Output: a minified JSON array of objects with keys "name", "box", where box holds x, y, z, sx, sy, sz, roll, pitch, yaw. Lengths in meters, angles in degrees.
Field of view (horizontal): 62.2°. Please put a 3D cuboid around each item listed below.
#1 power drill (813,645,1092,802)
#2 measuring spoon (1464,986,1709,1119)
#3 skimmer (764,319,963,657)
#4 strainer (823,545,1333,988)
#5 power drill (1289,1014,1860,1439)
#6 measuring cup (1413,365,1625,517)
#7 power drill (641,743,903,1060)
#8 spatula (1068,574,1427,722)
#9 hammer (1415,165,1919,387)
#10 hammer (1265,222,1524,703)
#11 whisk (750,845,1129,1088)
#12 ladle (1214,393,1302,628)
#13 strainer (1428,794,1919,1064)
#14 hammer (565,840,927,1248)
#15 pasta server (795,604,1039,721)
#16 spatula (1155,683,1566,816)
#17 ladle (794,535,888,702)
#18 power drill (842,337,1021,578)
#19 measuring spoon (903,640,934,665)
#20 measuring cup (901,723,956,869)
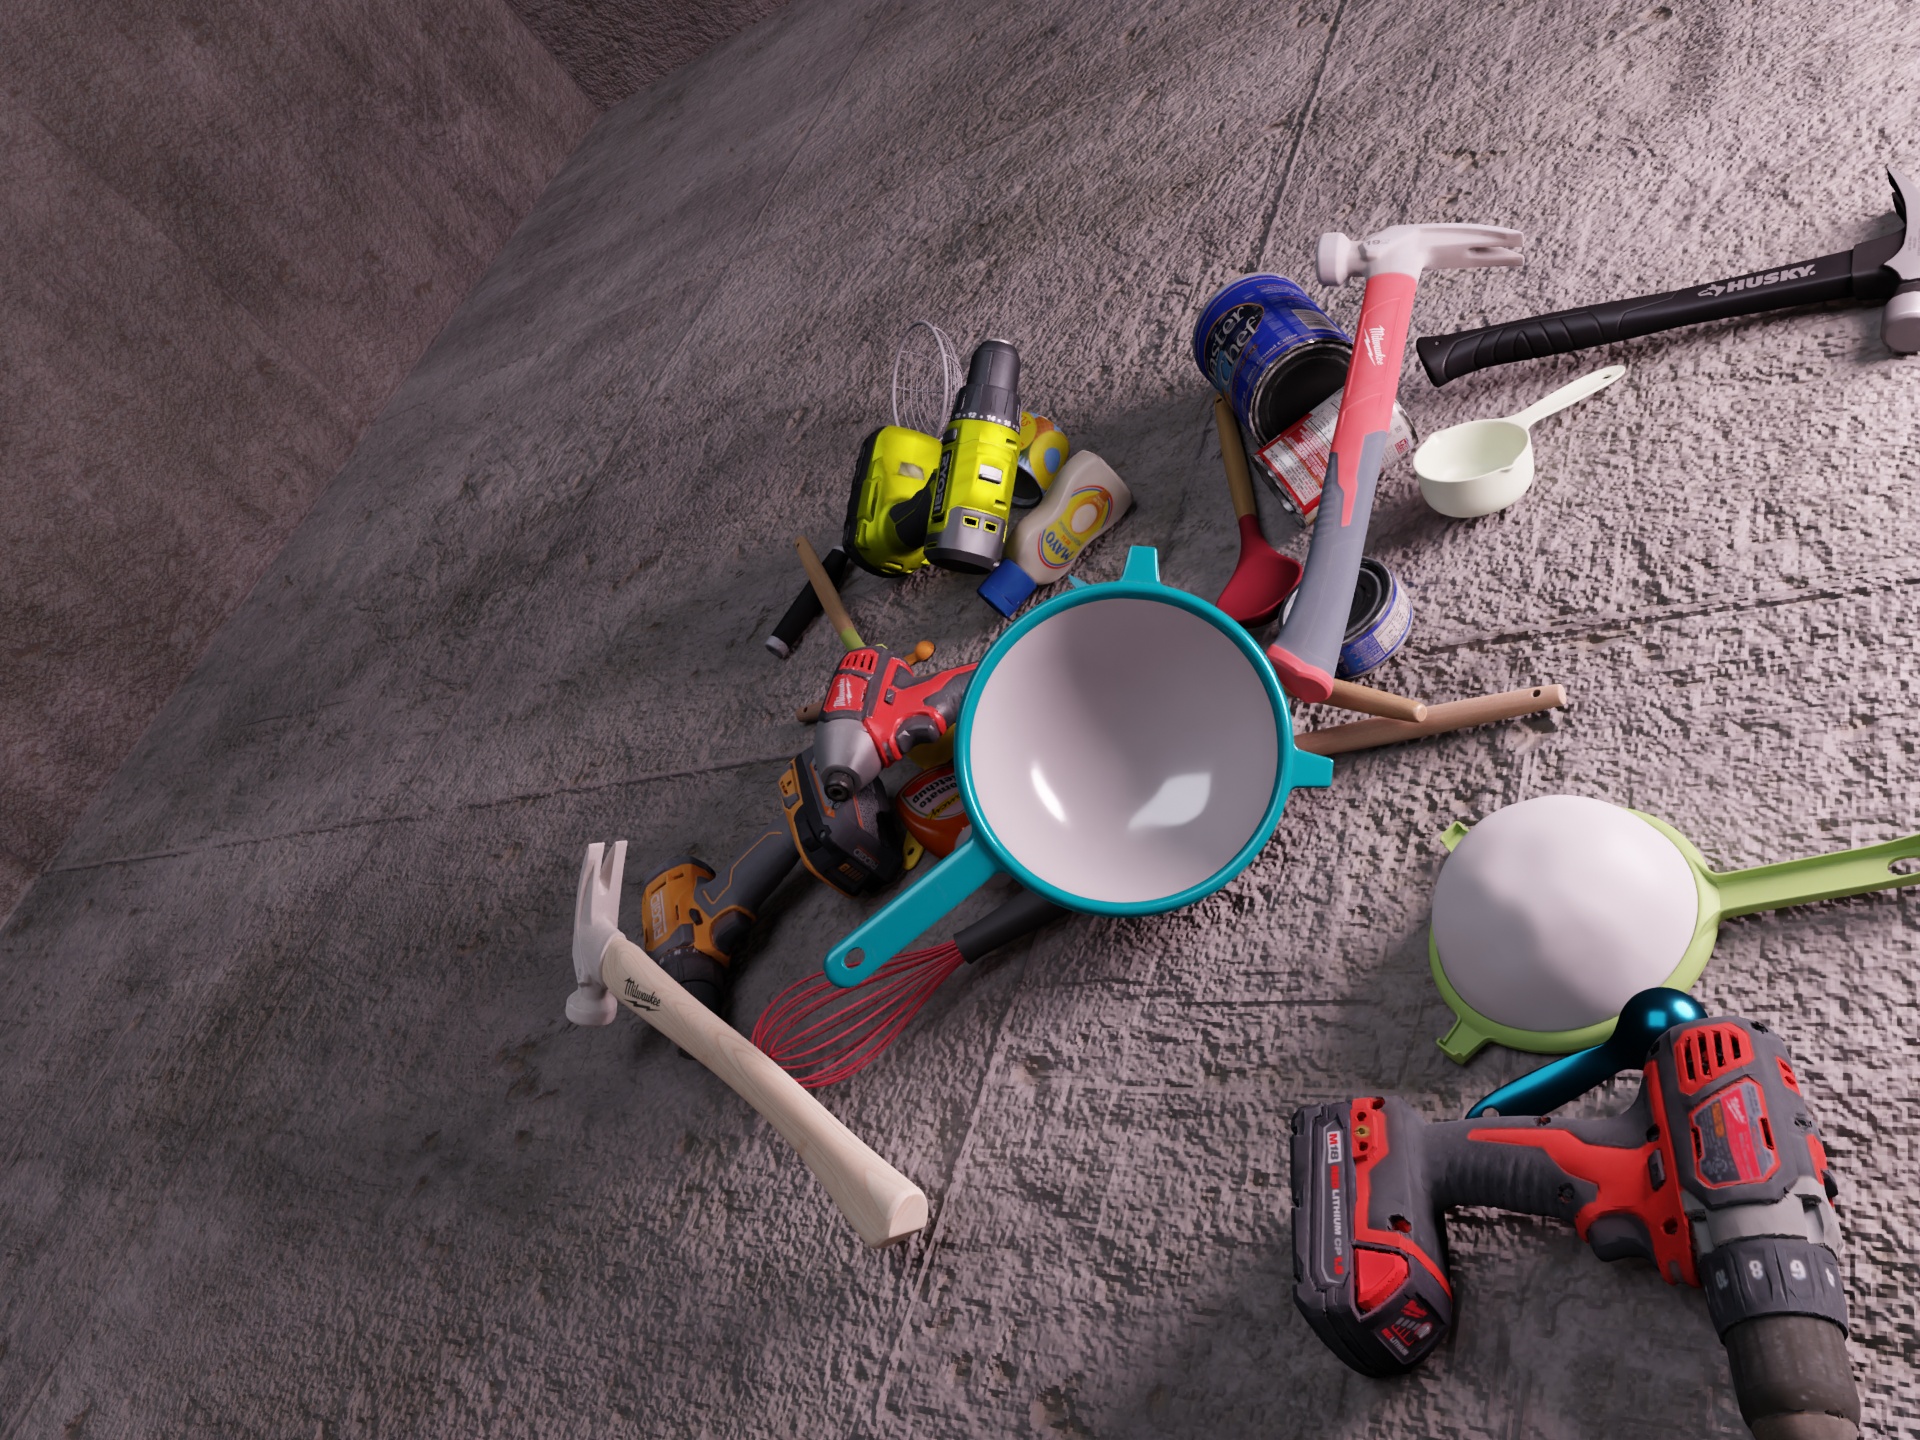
[{"name":"power drill","box":[-0.002,-0.004,1.163,0.220,0.078,0.143,-7,39,19]},{"name":"measuring spoon","box":[0.300,0.171,0.771,0.128,0.021,0.042,-34,68,20]},{"name":"skimmer","box":[-0.106,-0.229,1.555,0.363,0.090,0.127,-57,20,-18]},{"name":"strainer","box":[0.056,0.062,1.030,0.340,0.095,0.211,-39,78,3]},{"name":"power drill","box":[0.267,0.237,0.702,0.227,0.080,0.188,-18,42,27]},{"name":"measuring cup","box":[0.386,-0.190,1.080,0.167,0.038,0.083,-30,33,-10]},{"name":"power drill","box":[-0.153,0.140,1.223,0.226,0.084,0.186,-37,38,15]},{"name":"spatula","box":[0.190,-0.046,1.084,0.318,0.082,0.044,20,87,52]},{"name":"hammer","box":[0.468,-0.277,1.068,0.335,0.035,0.146,-4,50,39]},{"name":"hammer","box":[0.280,-0.182,1.060,0.143,0.038,0.387,5,61,24]},{"name":"whisk","box":[-0.015,0.165,1.078,0.296,0.073,0.073,-31,36,6]},{"name":"ladle","box":[0.217,-0.168,1.225,0.069,0.031,0.316,-24,37,21]},{"name":"strainer","box":[0.345,0.078,0.793,0.256,0.069,0.152,-17,42,35]},{"name":"hammer","box":[-0.157,0.218,1.075,0.411,0.038,0.146,26,112,46]},{"name":"pasta server","box":[-0.026,-0.035,1.317,0.316,0.040,0.060,-13,55,38]},{"name":"spatula","box":[0.229,0.017,1.022,0.316,0.018,0.060,-14,54,36]},{"name":"ladle","box":[-0.116,-0.091,1.394,0.078,0.062,0.320,-61,31,22]},{"name":"power drill","box":[-0.018,-0.215,1.371,0.228,0.080,0.190,-4,75,65]},{"name":"measuring spoon","box":[-0.073,-0.041,1.391,0.117,0.011,0.021,-27,37,22]},{"name":"measuring cup","box":[-0.032,0.046,1.242,0.062,0.029,0.157,-18,43,32]}]
